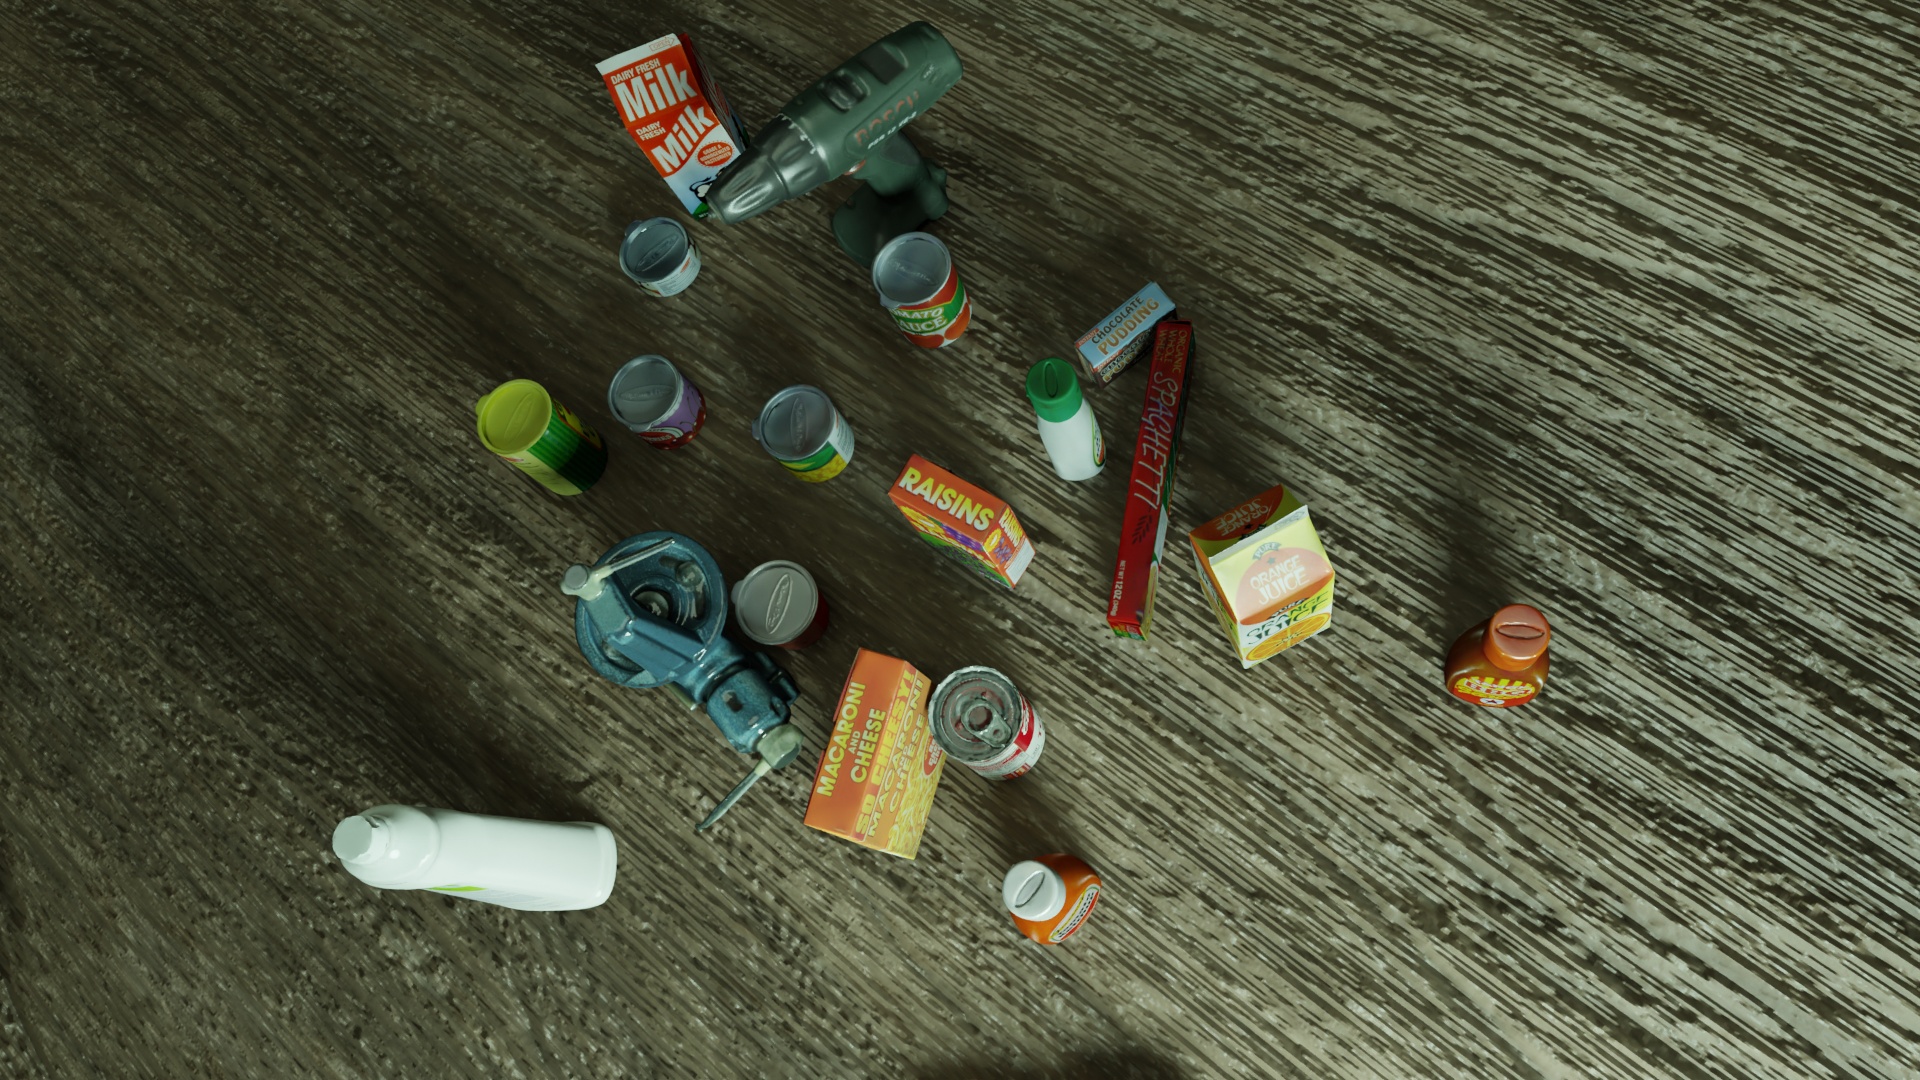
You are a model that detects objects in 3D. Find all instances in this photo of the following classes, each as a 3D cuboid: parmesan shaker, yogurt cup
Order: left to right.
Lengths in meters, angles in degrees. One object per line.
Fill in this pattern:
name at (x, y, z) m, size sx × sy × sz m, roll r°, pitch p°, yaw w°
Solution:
parmesan shaker at (-0.353, -0.087, 1.173) m, size 0.071 × 0.103 × 0.071 m, roll -4°, pitch 72°, yaw 12°
yogurt cup at (-0.138, 0.055, 1.102) m, size 0.072 × 0.054 × 0.072 m, roll -4°, pitch 71°, yaw 12°

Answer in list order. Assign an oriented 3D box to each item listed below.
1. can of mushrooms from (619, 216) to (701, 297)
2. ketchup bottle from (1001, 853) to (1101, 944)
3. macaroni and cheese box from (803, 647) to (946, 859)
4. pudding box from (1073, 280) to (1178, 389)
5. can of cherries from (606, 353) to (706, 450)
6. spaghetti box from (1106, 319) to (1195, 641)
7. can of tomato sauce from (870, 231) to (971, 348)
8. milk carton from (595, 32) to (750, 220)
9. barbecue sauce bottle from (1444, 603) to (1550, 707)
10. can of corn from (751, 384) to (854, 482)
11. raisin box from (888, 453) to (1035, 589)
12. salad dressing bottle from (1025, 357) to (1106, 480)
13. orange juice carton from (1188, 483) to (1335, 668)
can of mushrooms at (-0.270, -0.256, 1.247) m, size 0.071 × 0.033 × 0.071 m, roll -4°, pitch 71°, yaw 12°
ketchup bottle at (0.059, 0.241, 0.943) m, size 0.043 × 0.148 × 0.065 m, roll 37°, pitch 84°, yaw 21°
macaroni and cheese box at (-0.053, 0.156, 0.988) m, size 0.040 × 0.166 × 0.124 m, roll 13°, pitch 76°, yaw 17°
pudding box at (0.133, -0.164, 1.112) m, size 0.084 × 0.049 × 0.030 m, roll -38°, pitch 68°, yaw -1°
can of cherries at (-0.259, -0.115, 1.184) m, size 0.071 × 0.058 × 0.071 m, roll -4°, pitch 72°, yaw 12°
spaghetti box at (0.149, -0.049, 1.070) m, size 0.029 × 0.050 × 0.250 m, roll 7°, pitch 74°, yaw 16°
can of tomato sauce at (-0.031, -0.203, 1.146) m, size 0.071 × 0.083 × 0.071 m, roll -4°, pitch 72°, yaw 12°
milk carton at (-0.239, -0.362, 1.190) m, size 0.072 × 0.190 × 0.073 m, roll -20°, pitch 69°, yaw 7°
barbecue sauce bottle at (0.362, 0.077, 0.925) m, size 0.065 × 0.148 × 0.044 m, roll 6°, pitch 74°, yaw 15°
can of corn at (-0.129, -0.087, 1.144) m, size 0.071 × 0.058 × 0.071 m, roll -4°, pitch 72°, yaw 12°
raisin box at (0.004, -0.013, 1.053) m, size 0.086 × 0.123 × 0.040 m, roll 29°, pitch 81°, yaw 20°
salad dressing bottle at (0.079, -0.091, 1.048) m, size 0.044 × 0.147 × 0.064 m, roll -9°, pitch 71°, yaw 11°
orange juice carton at (0.207, 0.023, 0.956) m, size 0.072 × 0.192 × 0.073 m, roll -28°, pitch 68°, yaw 4°
